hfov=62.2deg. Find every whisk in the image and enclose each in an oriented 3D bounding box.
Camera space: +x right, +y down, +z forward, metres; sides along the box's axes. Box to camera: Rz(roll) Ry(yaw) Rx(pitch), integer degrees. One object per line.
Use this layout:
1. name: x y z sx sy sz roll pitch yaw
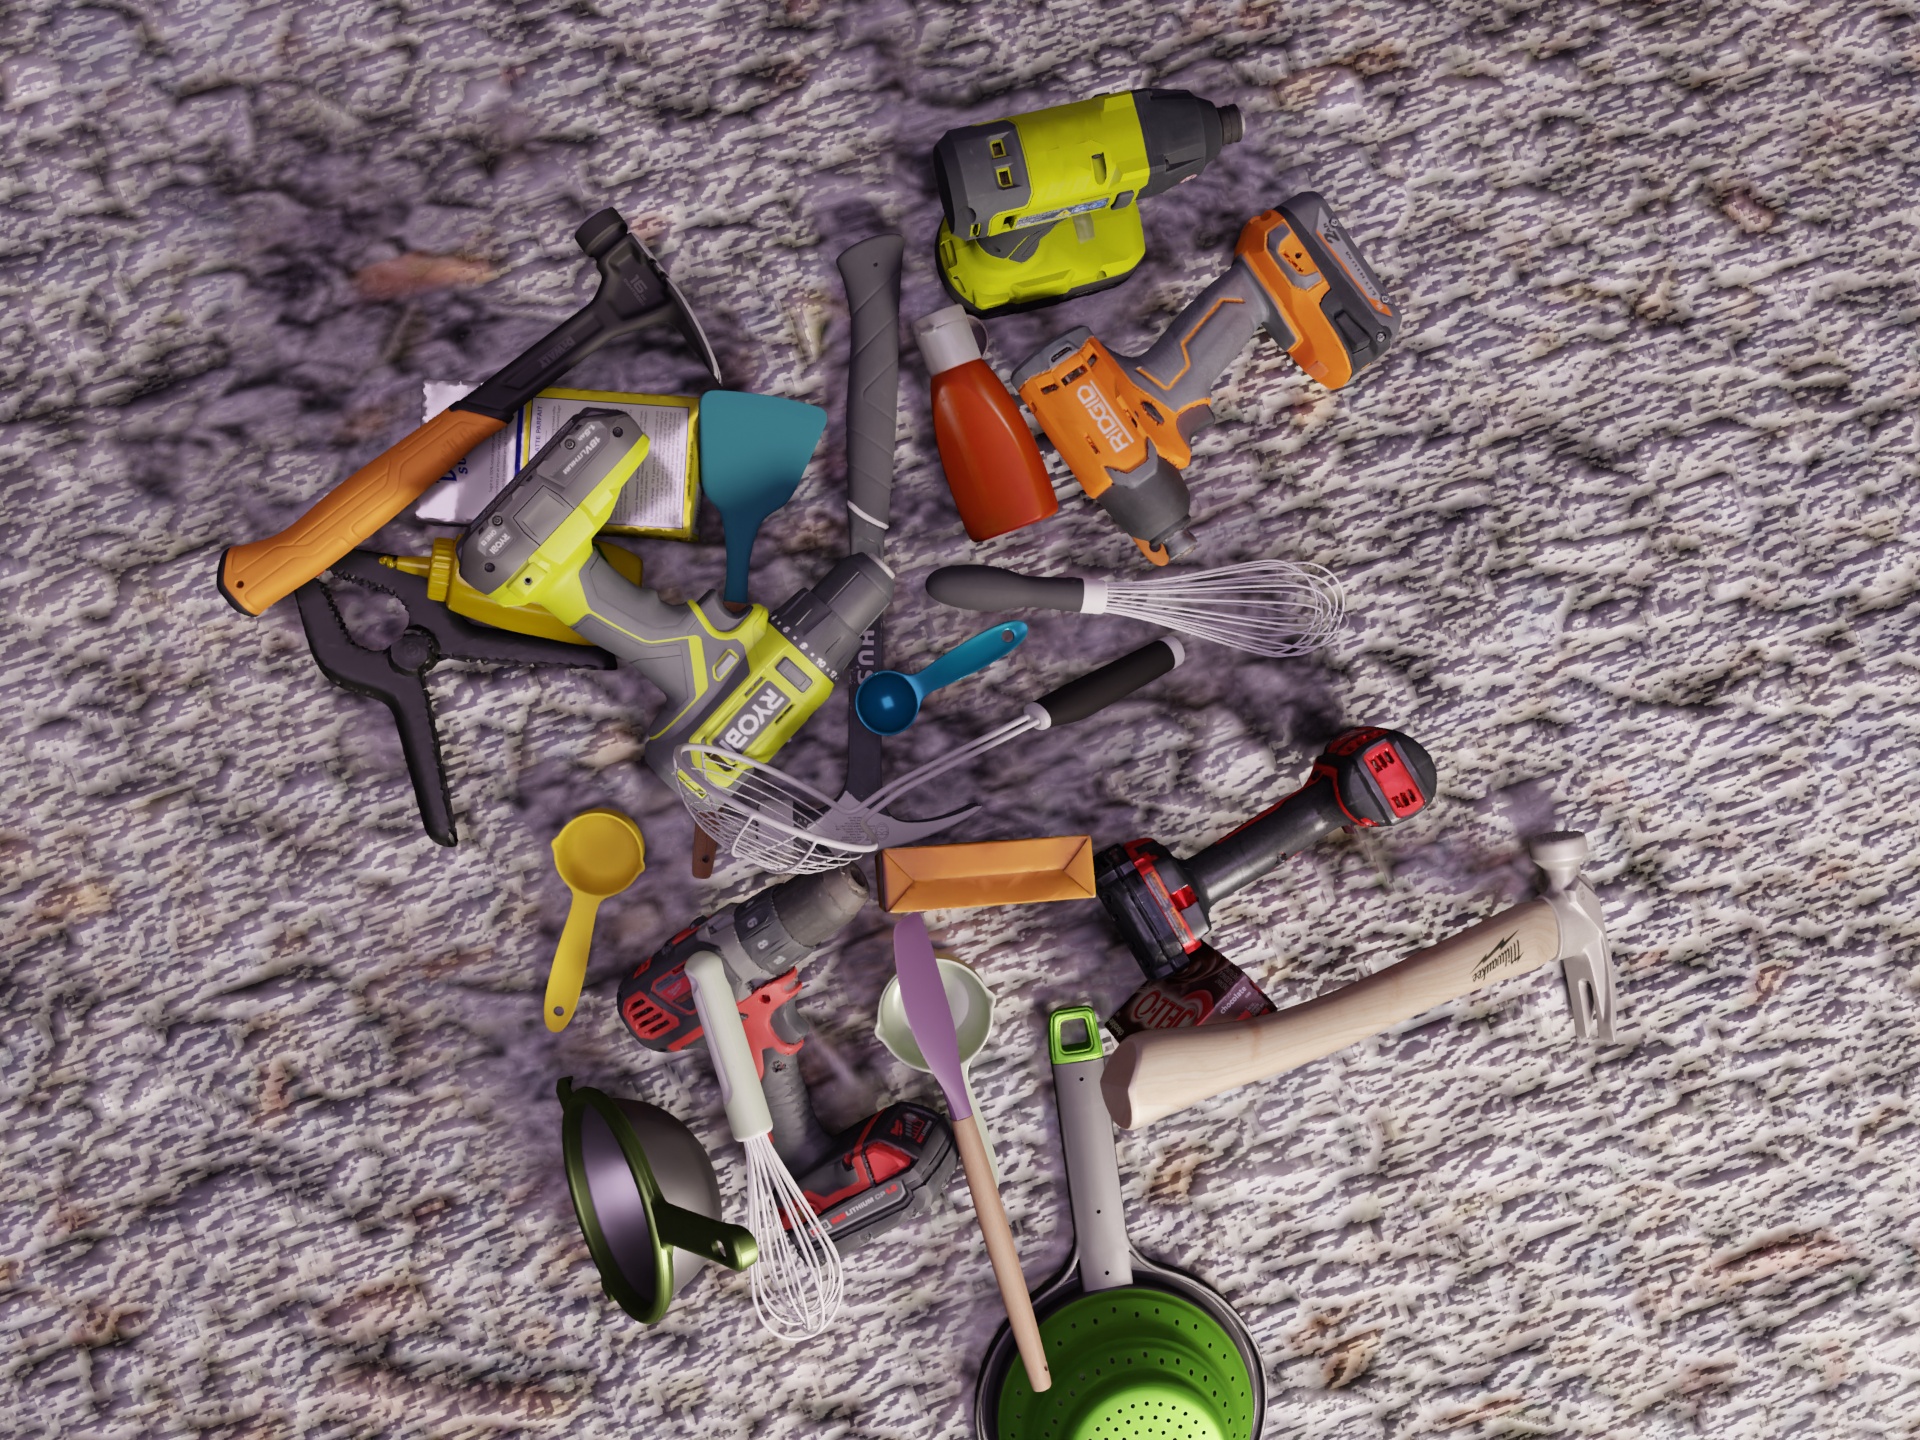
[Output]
1. whisk: -0.125 0.259 0.970 0.059 0.058 0.246 -17 91 -27
2. whisk: 0.118 -0.080 1.047 0.284 0.070 0.070 4 91 -8

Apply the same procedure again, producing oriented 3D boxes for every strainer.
1. strainer: -0.165 0.292 0.968 0.069 0.256 0.151 -14 91 -34

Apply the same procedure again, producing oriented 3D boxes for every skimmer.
1. skimmer: -0.002 -0.003 0.976 0.363 0.127 0.090 -26 127 -28

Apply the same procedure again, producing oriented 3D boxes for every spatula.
1. spatula: -0.149 -0.051 1.034 0.082 0.044 0.317 5 96 -22
2. spatula: 0.007 0.276 1.008 0.018 0.060 0.316 -15 94 24

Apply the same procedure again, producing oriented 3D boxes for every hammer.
1. hammer: -0.056 -0.115 1.051 0.149 0.036 0.409 1 91 -6
2. hammer: 0.265 0.186 1.004 0.410 0.038 0.146 -13 93 -29
3. hammer: -0.311 -0.169 0.985 0.337 0.034 0.127 -37 91 -1

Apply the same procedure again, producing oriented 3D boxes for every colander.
1. colander: 0.104 0.391 1.048 0.204 0.094 0.397 -8 92 -5

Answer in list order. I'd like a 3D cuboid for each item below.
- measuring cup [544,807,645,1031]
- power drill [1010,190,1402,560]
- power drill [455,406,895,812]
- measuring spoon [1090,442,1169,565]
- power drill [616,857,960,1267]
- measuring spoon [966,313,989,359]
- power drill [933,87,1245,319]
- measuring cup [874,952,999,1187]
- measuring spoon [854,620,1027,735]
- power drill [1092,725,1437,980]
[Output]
1. measuring cup: -0.249 0.131 1.051 0.062 0.029 0.156 16 102 -5
2. power drill: 0.168 -0.220 1.037 0.226 0.084 0.164 -34 90 -3
3. power drill: -0.168 -0.081 0.967 0.190 0.080 0.228 -47 111 -2
4. measuring spoon: 0.110 -0.156 1.075 0.021 0.011 0.117 -31 94 -3
5. power drill: -0.091 0.211 1.013 0.188 0.080 0.226 -34 92 19
6. measuring spoon: 0.017 -0.211 1.066 0.034 0.018 0.124 -14 100 18
7. power drill: 0.066 -0.314 0.960 0.171 0.223 0.080 -14 93 -4
8. measuring cup: -0.004 0.235 1.065 0.083 0.038 0.167 -17 97 -2
9. measuring spoon: -0.012 -0.031 1.036 0.128 0.021 0.042 -29 94 -15
10. power drill: 0.195 0.075 1.031 0.219 0.143 0.078 -30 90 3
